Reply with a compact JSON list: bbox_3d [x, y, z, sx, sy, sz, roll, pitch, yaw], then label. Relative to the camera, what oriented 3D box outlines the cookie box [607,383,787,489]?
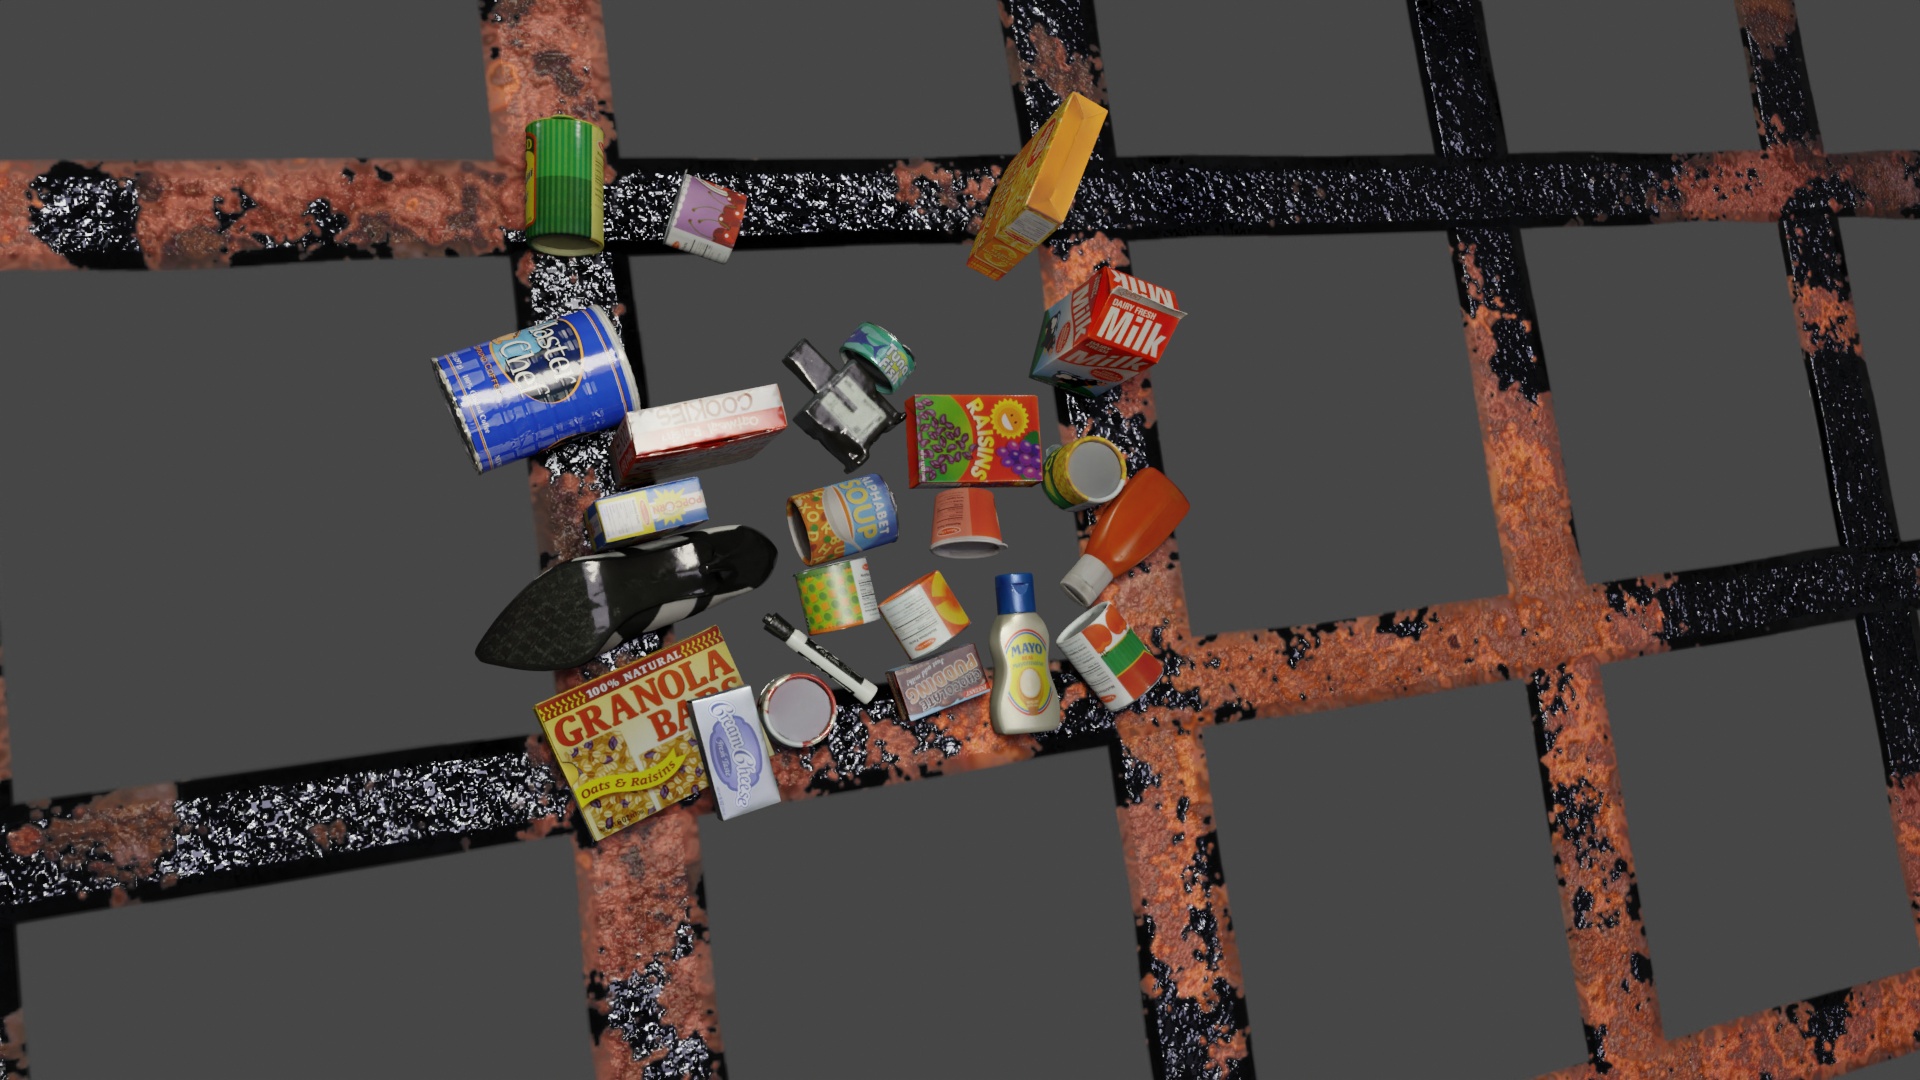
[{"bbox_3d":[-0.222,-0.084,1.158,0.123,0.167,0.040,-14,89,-20],"label":"cookie box"}]

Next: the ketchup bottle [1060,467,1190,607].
[{"bbox_3d":[0.156,0.000,1.344,0.064,0.043,0.149,45,71,-7],"label":"ketchup bottle"}]

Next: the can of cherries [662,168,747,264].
[{"bbox_3d":[-0.227,-0.289,1.239,0.058,0.071,0.071,17,78,-17],"label":"can of cherries"}]

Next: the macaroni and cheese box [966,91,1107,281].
[{"bbox_3d":[0.068,-0.326,1.294,0.040,0.166,0.124,26,75,-14],"label":"macaroni and cheese box"}]

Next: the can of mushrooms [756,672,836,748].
[{"bbox_3d":[-0.143,0.148,1.225,0.071,0.033,0.071,3,82,-18],"label":"can of mushrooms"}]

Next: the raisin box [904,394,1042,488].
[{"bbox_3d":[0.012,-0.093,1.310,0.123,0.040,0.086,-2,82,-18],"label":"raisin box"}]

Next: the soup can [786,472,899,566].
[{"bbox_3d":[-0.105,-0.019,1.241,0.084,0.071,0.071,-17,89,-20],"label":"soup can"}]

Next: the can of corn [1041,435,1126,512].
[{"bbox_3d":[0.116,-0.066,1.332,0.071,0.058,0.071,3,82,-19],"label":"can of corn"}]

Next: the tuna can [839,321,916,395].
[{"bbox_3d":[-0.075,-0.166,1.273,0.071,0.071,0.033,40,74,-10],"label":"tuna can"}]

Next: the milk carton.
[{"bbox_3d":[0.136,-0.195,1.286,0.072,0.190,0.073,18,77,-16],"label":"milk carton"}]

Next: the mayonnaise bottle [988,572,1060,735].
[{"bbox_3d":[0.055,0.105,1.295,0.065,0.041,0.148,-3,84,-18],"label":"mayonnaise bottle"}]

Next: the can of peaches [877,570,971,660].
[{"bbox_3d":[-0.033,0.067,1.259,0.071,0.071,0.058,-33,94,-20],"label":"can of peaches"}]

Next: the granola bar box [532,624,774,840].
[{"bbox_3d":[-0.259,0.161,1.179,0.166,0.039,0.124,-25,91,-21],"label":"granola bar box"}]

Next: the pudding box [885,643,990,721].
[{"bbox_3d":[-0.021,0.130,1.271,0.084,0.030,0.049,-18,90,-20],"label":"pudding box"}]

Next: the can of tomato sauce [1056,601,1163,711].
[{"bbox_3d":[0.142,0.108,1.313,0.071,0.071,0.083,-40,96,-19],"label":"can of tomato sauce"}]

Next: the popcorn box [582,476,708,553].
[{"bbox_3d":[-0.264,-0.020,1.157,0.085,0.126,0.038,-15,91,-20],"label":"popcorn box"}]

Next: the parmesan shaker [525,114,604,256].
[{"bbox_3d":[-0.342,-0.305,1.199,0.071,0.071,0.103,1,83,-19],"label":"parmesan shaker"}]

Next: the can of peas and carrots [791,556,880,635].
[{"bbox_3d":[-0.112,0.050,1.234,0.071,0.071,0.058,-13,88,-20],"label":"can of peas and carrots"}]

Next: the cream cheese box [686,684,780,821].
[{"bbox_3d":[-0.190,0.177,1.167,0.053,0.024,0.103,-15,89,-23],"label":"cream cheese box"}]

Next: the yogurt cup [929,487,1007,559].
[{"bbox_3d":[0.005,-0.016,1.284,0.072,0.072,0.054,3,74,-19],"label":"yogurt cup"}]
